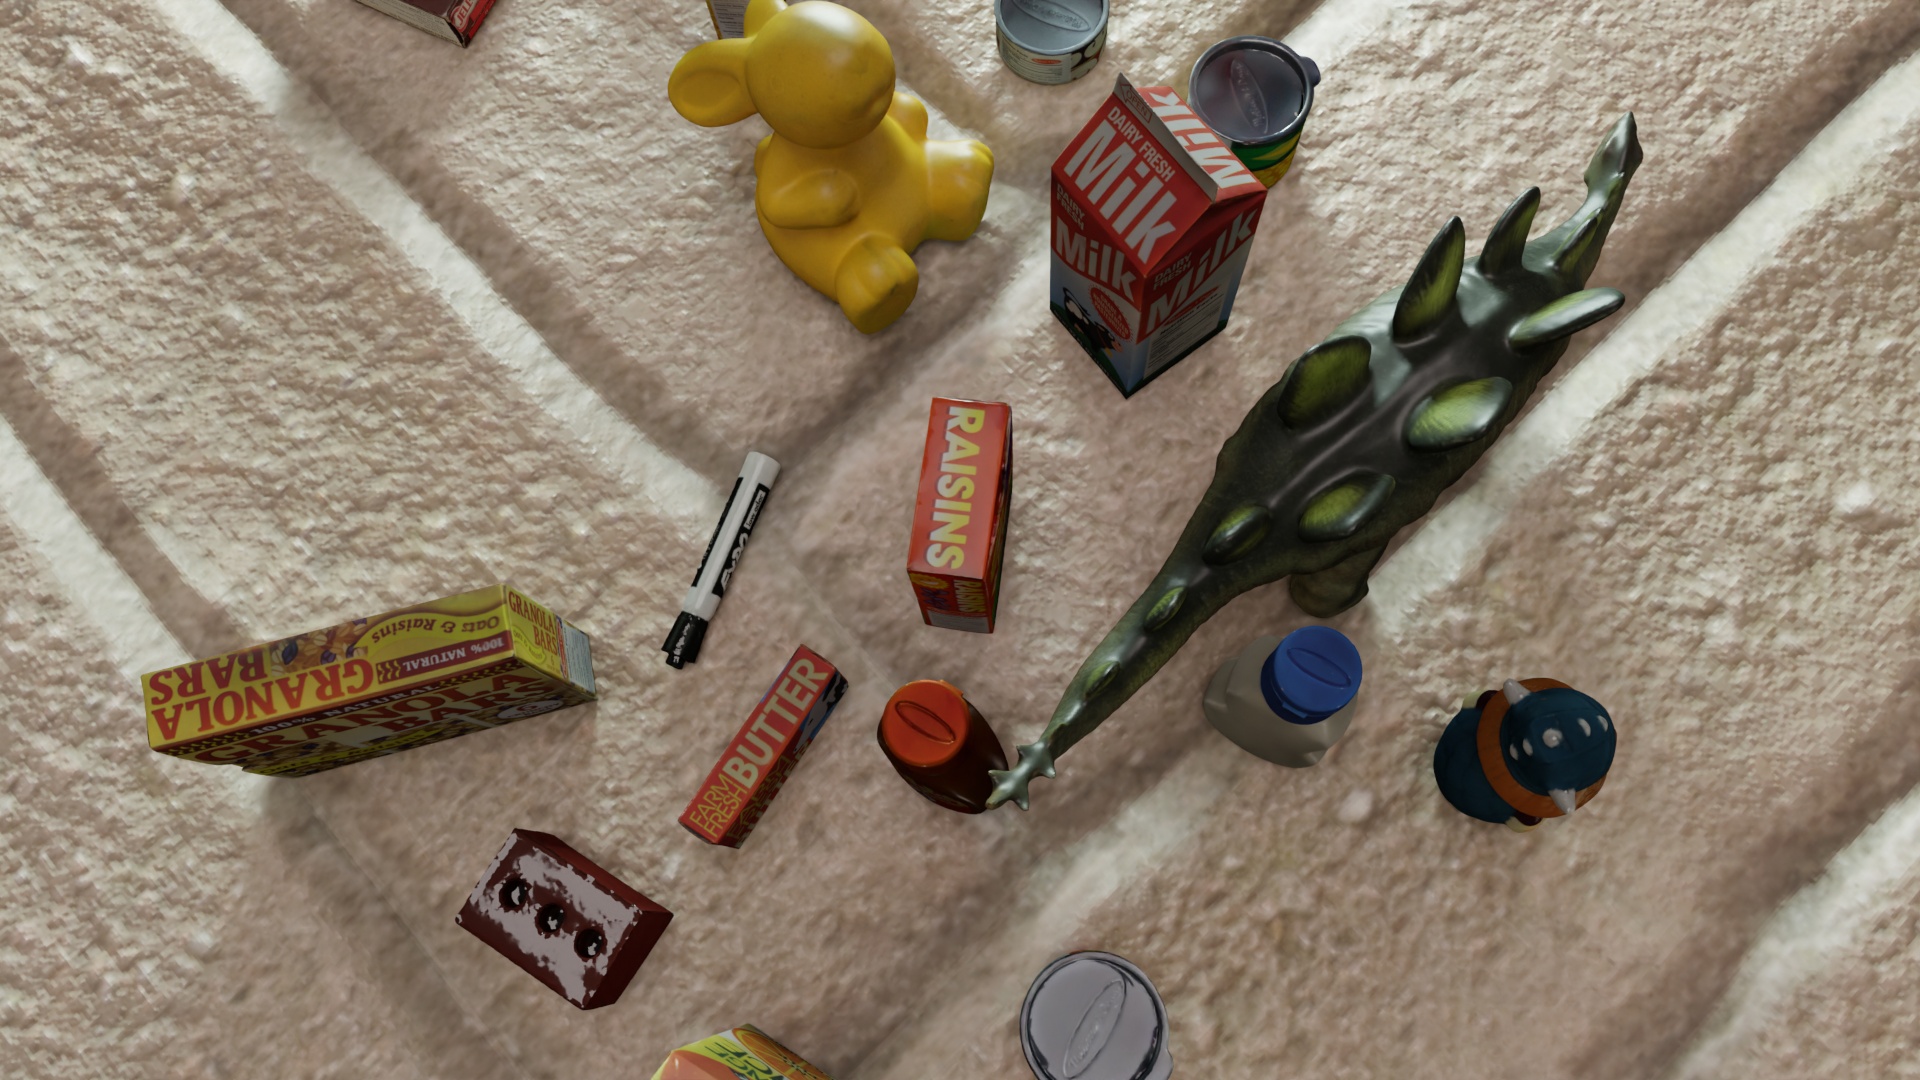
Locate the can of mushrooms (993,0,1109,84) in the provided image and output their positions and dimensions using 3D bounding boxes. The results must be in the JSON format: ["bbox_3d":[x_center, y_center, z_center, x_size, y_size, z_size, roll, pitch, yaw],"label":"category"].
[{"bbox_3d":[0.054,-0.303,0.805,0.071,0.033,0.071,-1,74,3],"label":"can of mushrooms"}]

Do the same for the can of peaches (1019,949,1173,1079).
[{"bbox_3d":[0.063,0.225,0.641,0.071,0.058,0.071,-1,74,3],"label":"can of peaches"}]

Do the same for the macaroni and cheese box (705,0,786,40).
[{"bbox_3d":[-0.126,-0.373,0.764,0.040,0.166,0.124,2,75,4],"label":"macaroni and cheese box"}]

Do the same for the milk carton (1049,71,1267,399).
[{"bbox_3d":[0.092,-0.149,0.677,0.073,0.190,0.072,-36,76,-7],"label":"milk carton"}]

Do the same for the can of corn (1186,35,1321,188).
[{"bbox_3d":[0.159,-0.234,0.767,0.071,0.058,0.071,-1,74,3],"label":"can of corn"}]

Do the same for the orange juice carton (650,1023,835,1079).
[{"bbox_3d":[-0.096,0.255,0.570,0.072,0.192,0.073,29,78,10],"label":"orange juice carton"}]

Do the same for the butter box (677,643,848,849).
[{"bbox_3d":[-0.095,0.103,0.686,0.024,0.053,0.104,32,78,11],"label":"butter box"}]

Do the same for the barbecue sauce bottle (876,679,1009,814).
[{"bbox_3d":[-0.010,0.093,0.635,0.065,0.148,0.044,32,79,11],"label":"barbecue sauce bottle"}]

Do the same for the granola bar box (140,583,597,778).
[{"bbox_3d":[-0.274,0.071,0.666,0.166,0.124,0.039,-14,74,-1],"label":"granola bar box"}]

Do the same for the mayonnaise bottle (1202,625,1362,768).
[{"bbox_3d":[0.150,0.071,0.633,0.065,0.147,0.041,29,78,10],"label":"mayonnaise bottle"}]

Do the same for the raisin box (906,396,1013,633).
[{"bbox_3d":[0.002,-0.008,0.676,0.040,0.123,0.086,7,75,5],"label":"raisin box"}]
